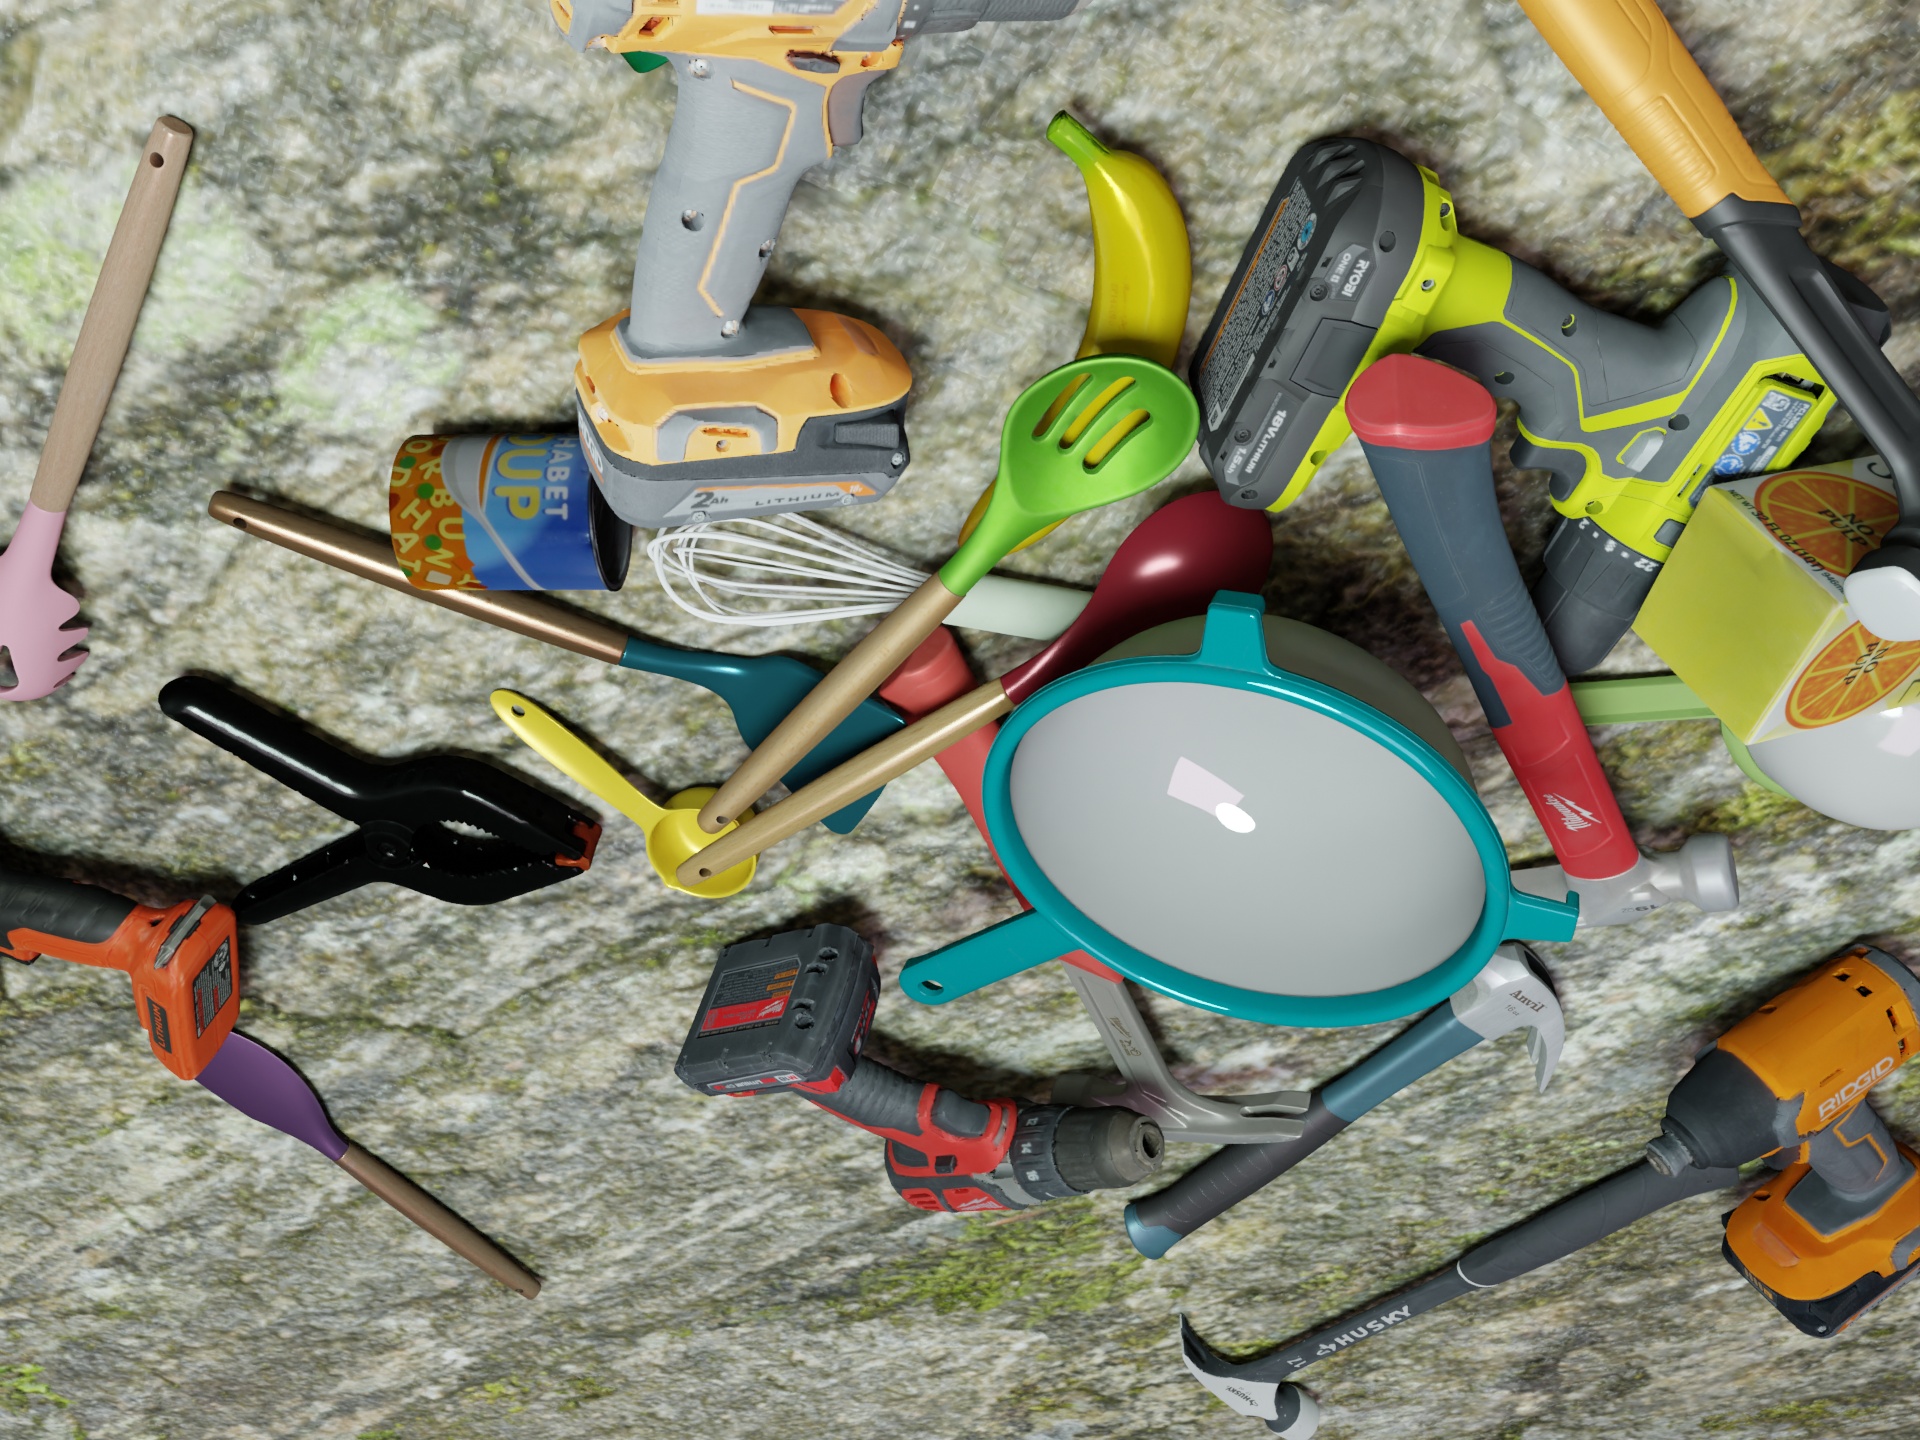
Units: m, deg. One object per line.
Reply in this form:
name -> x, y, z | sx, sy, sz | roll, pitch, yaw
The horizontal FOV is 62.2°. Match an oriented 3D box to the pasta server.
pasta server -> -0.376, -0.117, 0.673 | 0.060, 0.040, 0.316 | 27, 122, -19

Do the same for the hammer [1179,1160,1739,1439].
hammer -> 0.321, 0.367, 1.045 | 0.149, 0.036, 0.409 | 36, 122, -24

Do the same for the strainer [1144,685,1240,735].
strainer -> 0.131, 0.053, 0.786 | 0.087, 0.050, 0.258 | -4, 134, 4

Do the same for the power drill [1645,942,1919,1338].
power drill -> 0.465, 0.243, 0.881 | 0.164, 0.084, 0.226 | -34, 124, -4

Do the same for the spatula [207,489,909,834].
spatula -> -0.178, -0.035, 0.718 | 0.317, 0.044, 0.082 | 20, 130, -16

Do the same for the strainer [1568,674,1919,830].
strainer -> 0.378, 0.003, 0.718 | 0.256, 0.069, 0.151 | -3, 129, 3

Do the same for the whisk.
whisk -> -0.014, -0.056, 0.703 | 0.246, 0.058, 0.059 | 9, 164, -9

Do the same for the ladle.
ladle -> -0.001, -0.002, 0.703 | 0.315, 0.031, 0.069 | -30, 123, 17

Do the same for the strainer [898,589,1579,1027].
strainer -> 0.086, 0.050, 0.702 | 0.211, 0.095, 0.340 | 40, 140, -15

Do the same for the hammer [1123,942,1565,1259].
hammer -> 0.212, 0.233, 0.938 | 0.128, 0.033, 0.331 | 31, 124, -21

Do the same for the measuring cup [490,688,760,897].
measuring cup -> -0.165, 0.029, 0.793 | 0.156, 0.029, 0.062 | 40, 121, -13

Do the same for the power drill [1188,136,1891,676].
power drill -> 0.211, -0.114, 0.624 | 0.228, 0.080, 0.190 | 14, 128, -13

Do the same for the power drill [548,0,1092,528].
power drill -> -0.049, -0.186, 0.555 | 0.185, 0.084, 0.226 | -10, 135, -23

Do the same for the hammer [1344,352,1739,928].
hammer -> 0.221, -0.007, 0.667 | 0.143, 0.038, 0.385 | -11, 143, 29

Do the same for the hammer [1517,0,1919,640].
hammer -> 0.250, -0.189, 0.525 | 0.336, 0.127, 0.034 | 48, 160, -9

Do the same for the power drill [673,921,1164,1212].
power drill -> -0.018, 0.200, 0.861 | 0.188, 0.080, 0.226 | -19, 132, 43

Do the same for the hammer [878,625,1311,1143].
hammer -> 0.060, 0.099, 0.813 | 0.149, 0.037, 0.358 | -6, 129, 29

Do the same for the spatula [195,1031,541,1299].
spatula -> -0.373, 0.286, 1.010 | 0.060, 0.018, 0.315 | -25, 124, 19

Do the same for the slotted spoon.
slotted spoon -> -0.021, -0.043, 0.667 | 0.070, 0.031, 0.313 | 28, 125, -29
